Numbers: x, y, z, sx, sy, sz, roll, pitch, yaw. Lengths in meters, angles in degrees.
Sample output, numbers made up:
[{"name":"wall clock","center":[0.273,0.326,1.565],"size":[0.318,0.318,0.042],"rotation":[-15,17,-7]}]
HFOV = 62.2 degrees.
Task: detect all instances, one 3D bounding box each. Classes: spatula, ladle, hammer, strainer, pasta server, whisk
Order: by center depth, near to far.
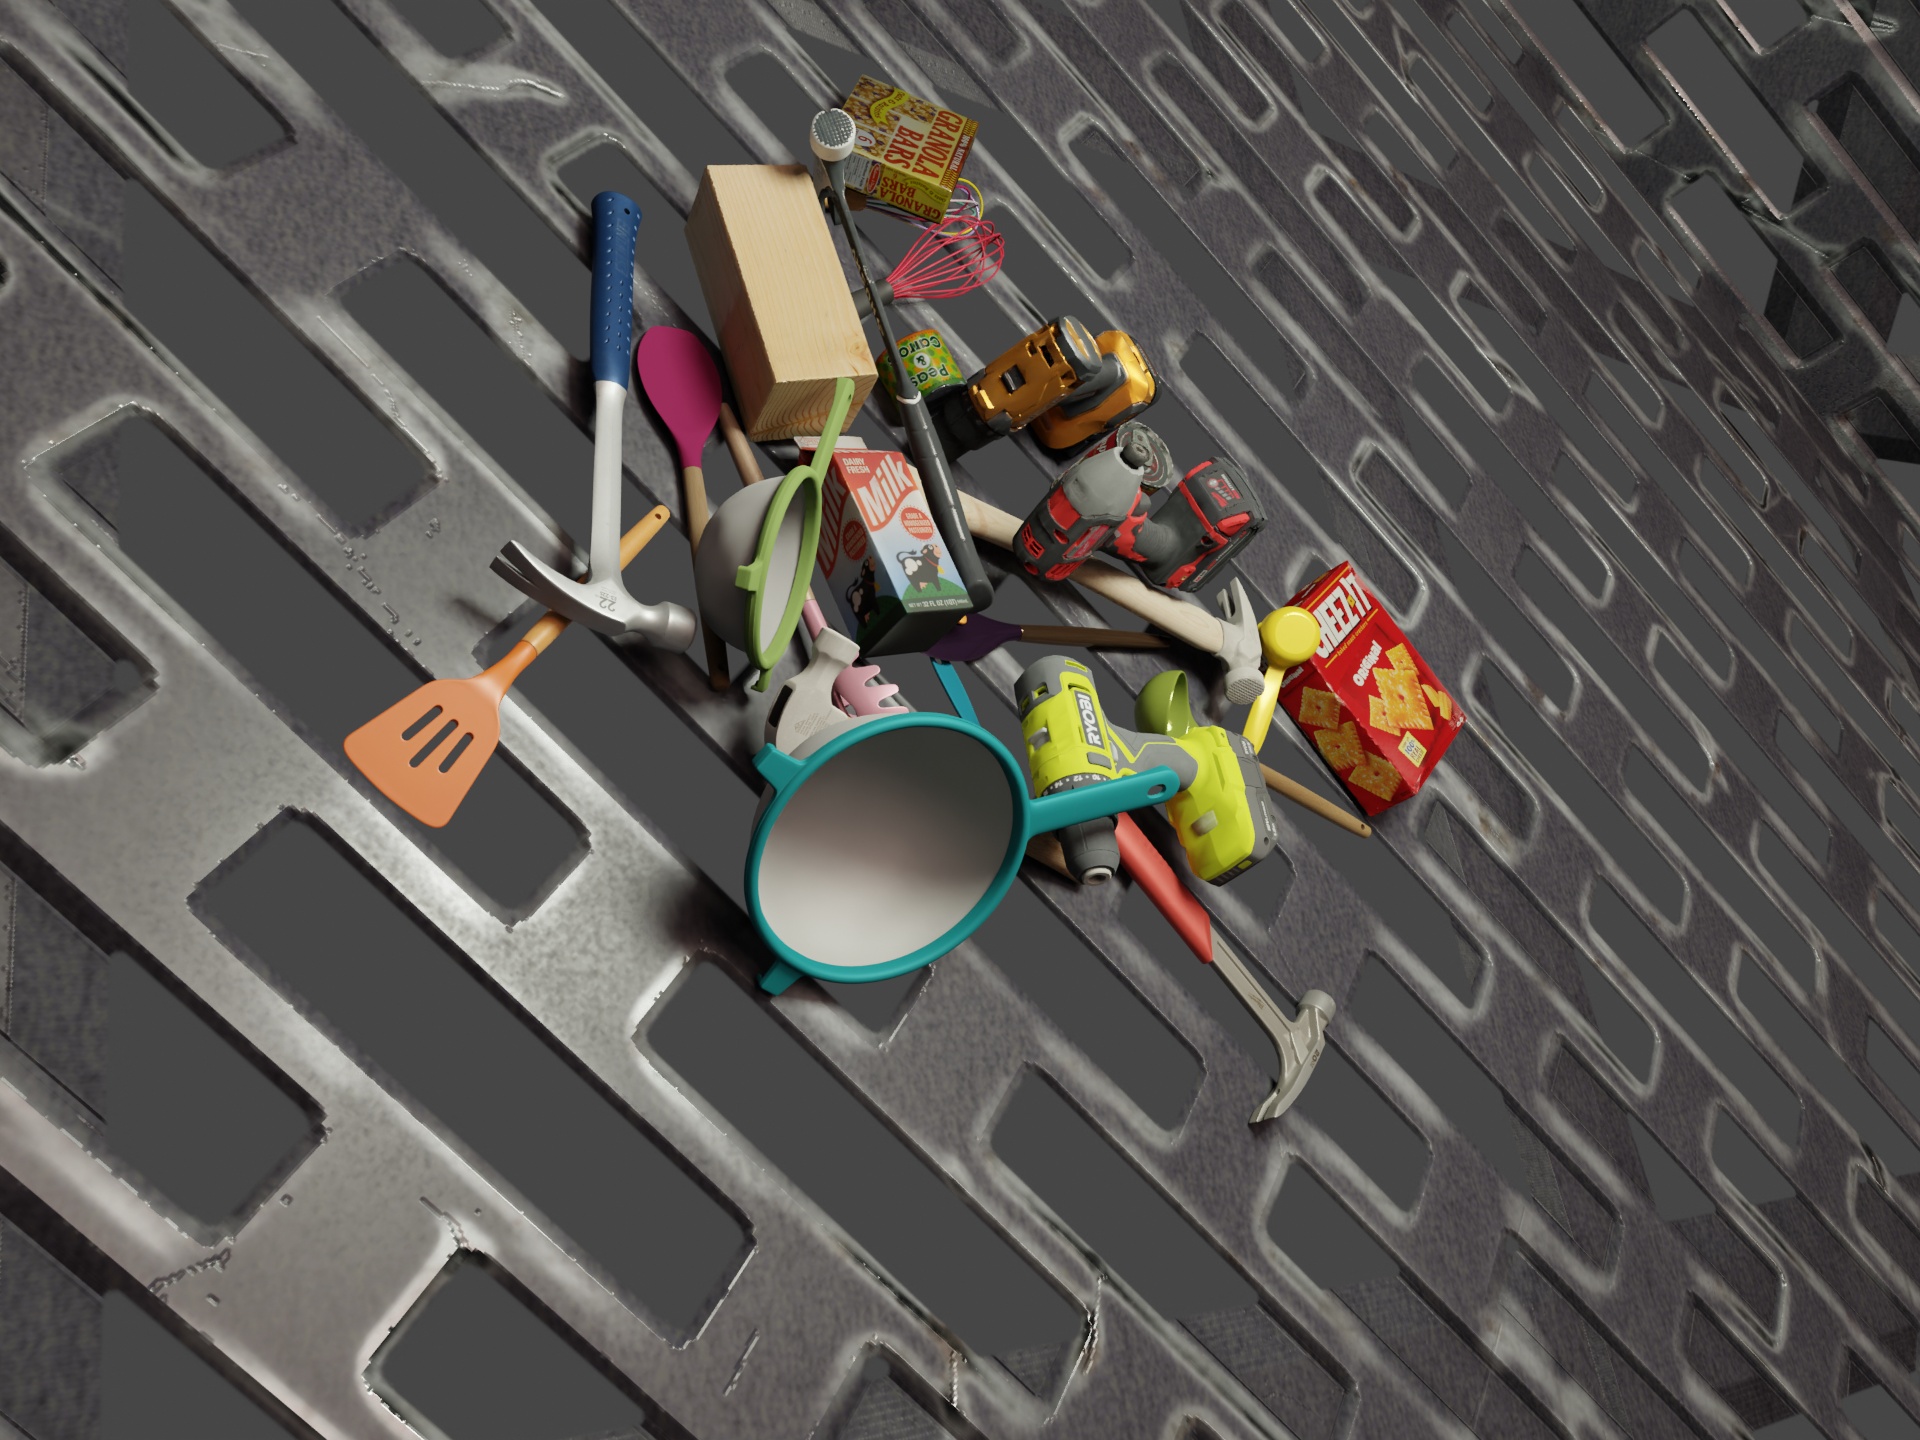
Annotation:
[{"name":"spatula","center":[-0.289,-0.059,1.094],"size":[0.081,0.041,0.323],"rotation":[44,43,-11]},{"name":"strainer","center":[-0.007,0.060,1.140],"size":[0.340,0.210,0.095],"rotation":[-12,31,-25]},{"name":"strainer","center":[-0.141,-0.160,1.175],"size":[0.069,0.151,0.257],"rotation":[13,61,5]},{"name":"hammer","center":[-0.266,-0.241,1.181],"size":[0.144,0.035,0.406],"rotation":[18,52,-35]},{"name":"hammer","center":[-0.011,0.056,1.218],"size":[0.331,0.031,0.130],"rotation":[30,92,-35]},{"name":"pasta server","center":[-0.124,-0.116,1.246],"size":[0.040,0.060,0.316],"rotation":[-14,72,-35]},{"name":"hammer","center":[-0.051,-0.283,1.312],"size":[0.036,0.149,0.409],"rotation":[-18,85,-10]},{"name":"hammer","center":[0.181,0.163,1.344],"size":[0.359,0.036,0.149],"rotation":[51,46,-6]},{"name":"spatula","center":[0.070,-0.074,1.395],"size":[0.315,0.018,0.060],"rotation":[0,59,-38]},{"name":"hammer","center":[0.104,-0.146,1.439],"size":[0.410,0.038,0.146],"rotation":[23,42,-24]},{"name":"whisk","center":[-0.056,-0.396,1.445],"size":[0.296,0.073,0.073],"rotation":[-39,94,-38]},{"name":"ladle","center":[0.282,0.044,1.479],"size":[0.320,0.062,0.078],"rotation":[28,66,-29]},{"name":"whisk","center":[-0.076,-0.490,1.489],"size":[0.245,0.047,0.051],"rotation":[-8,54,-37]}]

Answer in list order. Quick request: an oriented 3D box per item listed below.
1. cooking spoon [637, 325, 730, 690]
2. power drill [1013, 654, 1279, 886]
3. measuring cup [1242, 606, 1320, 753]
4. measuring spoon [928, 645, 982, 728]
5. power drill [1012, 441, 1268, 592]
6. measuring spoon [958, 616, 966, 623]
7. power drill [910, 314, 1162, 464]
[{"name":"cooking spoon","center":[-0.205,-0.170,1.225],"size":[0.068,0.017,0.319],"rotation":[2,65,-31]},{"name":"power drill","center":[0.149,0.060,1.287],"size":[0.228,0.080,0.191],"rotation":[17,47,-36]},{"name":"measuring cup","center":[0.298,-0.035,1.506],"size":[0.062,0.029,0.156],"rotation":[21,82,-2]},{"name":"measuring spoon","center":[-0.002,-0.004,1.305],"size":[0.042,0.021,0.129],"rotation":[-4,61,-44]},{"name":"power drill","center":[0.159,-0.178,1.374],"size":[0.219,0.143,0.079],"rotation":[-2,55,-46]},{"name":"measuring spoon","center":[-0.033,-0.127,1.336],"size":[0.117,0.011,0.021],"rotation":[50,43,5]},{"name":"power drill","center":[0.069,-0.285,1.431],"size":[0.084,0.185,0.226],"rotation":[62,27,5]}]
